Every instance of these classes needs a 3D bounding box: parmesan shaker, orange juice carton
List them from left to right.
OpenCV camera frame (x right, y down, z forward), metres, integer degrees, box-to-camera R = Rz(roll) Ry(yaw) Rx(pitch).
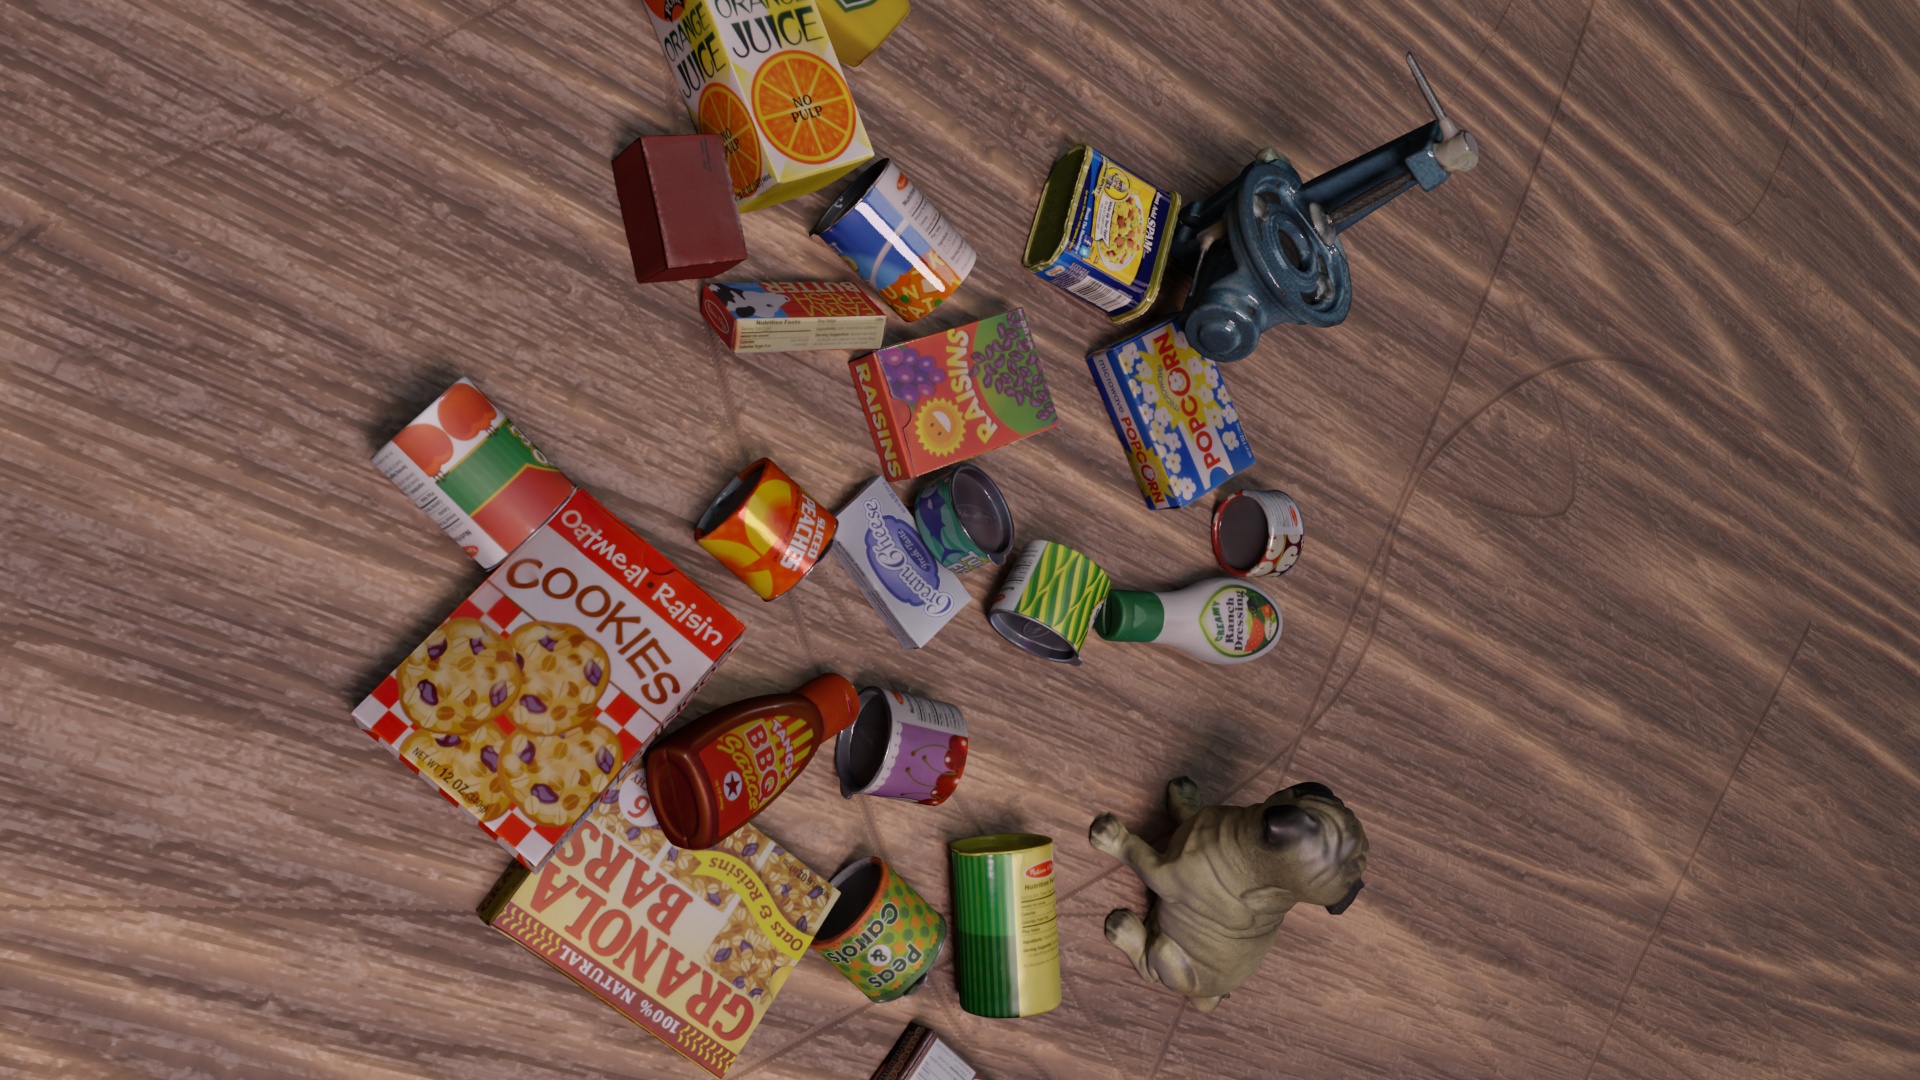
[{"bbox_3d":[-0.132,-0.305,0.839,0.073,0.071,0.192,-27,100,-31],"label":"orange juice carton"},{"bbox_3d":[0.027,0.244,0.886,0.071,0.071,0.103,-1,87,-32],"label":"parmesan shaker"}]

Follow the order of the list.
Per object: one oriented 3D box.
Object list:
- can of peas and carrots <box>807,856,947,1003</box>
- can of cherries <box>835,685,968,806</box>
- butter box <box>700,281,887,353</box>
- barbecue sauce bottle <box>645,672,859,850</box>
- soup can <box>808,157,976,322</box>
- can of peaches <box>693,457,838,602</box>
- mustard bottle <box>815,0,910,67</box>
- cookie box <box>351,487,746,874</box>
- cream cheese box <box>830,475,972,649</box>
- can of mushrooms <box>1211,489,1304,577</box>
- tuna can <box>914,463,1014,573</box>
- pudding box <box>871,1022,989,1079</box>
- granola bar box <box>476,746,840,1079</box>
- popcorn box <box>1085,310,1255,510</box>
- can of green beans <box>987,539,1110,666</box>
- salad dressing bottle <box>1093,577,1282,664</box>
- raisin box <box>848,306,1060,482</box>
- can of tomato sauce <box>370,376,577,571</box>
[{"bbox_3d":[-0.051,0.235,0.837,0.058,0.071,0.071,48,64,-19],"label":"can of peas and carrots"},{"bbox_3d":[-0.037,0.130,0.861,0.058,0.071,0.071,17,77,-31],"label":"can of cherries"},{"bbox_3d":[-0.101,-0.138,0.852,0.104,0.053,0.024,-7,127,-32],"label":"butter box"},{"bbox_3d":[-0.114,0.118,0.797,0.149,0.043,0.064,-28,111,-56],"label":"barbecue sauce bottle"},{"bbox_3d":[-0.043,-0.189,0.889,0.083,0.071,0.071,44,65,-22],"label":"soup can"},{"bbox_3d":[-0.114,-0.007,0.822,0.058,0.071,0.071,43,65,-20],"label":"can of peaches"},{"bbox_3d":[-0.105,-0.376,0.876,0.160,0.048,0.065,42,64,-22],"label":"mustard bottle"},{"bbox_3d":[-0.216,0.072,0.746,0.123,0.040,0.168,40,65,0],"label":"cookie box"},{"bbox_3d":[-0.043,0.015,0.891,0.053,0.024,0.103,-44,108,-26],"label":"cream cheese box"},{"bbox_3d":[0.219,-0.004,1.032,0.033,0.071,0.071,1,85,-32],"label":"can of mushrooms"},{"bbox_3d":[0.003,-0.011,0.901,0.071,0.032,0.071,36,40,-38],"label":"tuna can"},{"bbox_3d":[-0.011,0.350,0.874,0.083,0.030,0.050,48,63,-19],"label":"pudding box"},{"bbox_3d":[-0.166,0.206,0.788,0.165,0.039,0.125,43,66,-21],"label":"granola bar box"},{"bbox_3d":[0.154,-0.096,1.015,0.085,0.038,0.126,-30,101,-31],"label":"popcorn box"},{"bbox_3d":[0.060,0.041,0.927,0.071,0.071,0.058,37,67,-24],"label":"can of green beans"},{"bbox_3d":[0.164,0.057,1.003,0.148,0.044,0.064,4,86,-31],"label":"salad dressing bottle"},{"bbox_3d":[-0.003,-0.097,0.918,0.124,0.040,0.086,-21,97,-31],"label":"raisin box"},{"bbox_3d":[-0.257,-0.037,0.739,0.083,0.071,0.071,48,64,-18],"label":"can of tomato sauce"}]
